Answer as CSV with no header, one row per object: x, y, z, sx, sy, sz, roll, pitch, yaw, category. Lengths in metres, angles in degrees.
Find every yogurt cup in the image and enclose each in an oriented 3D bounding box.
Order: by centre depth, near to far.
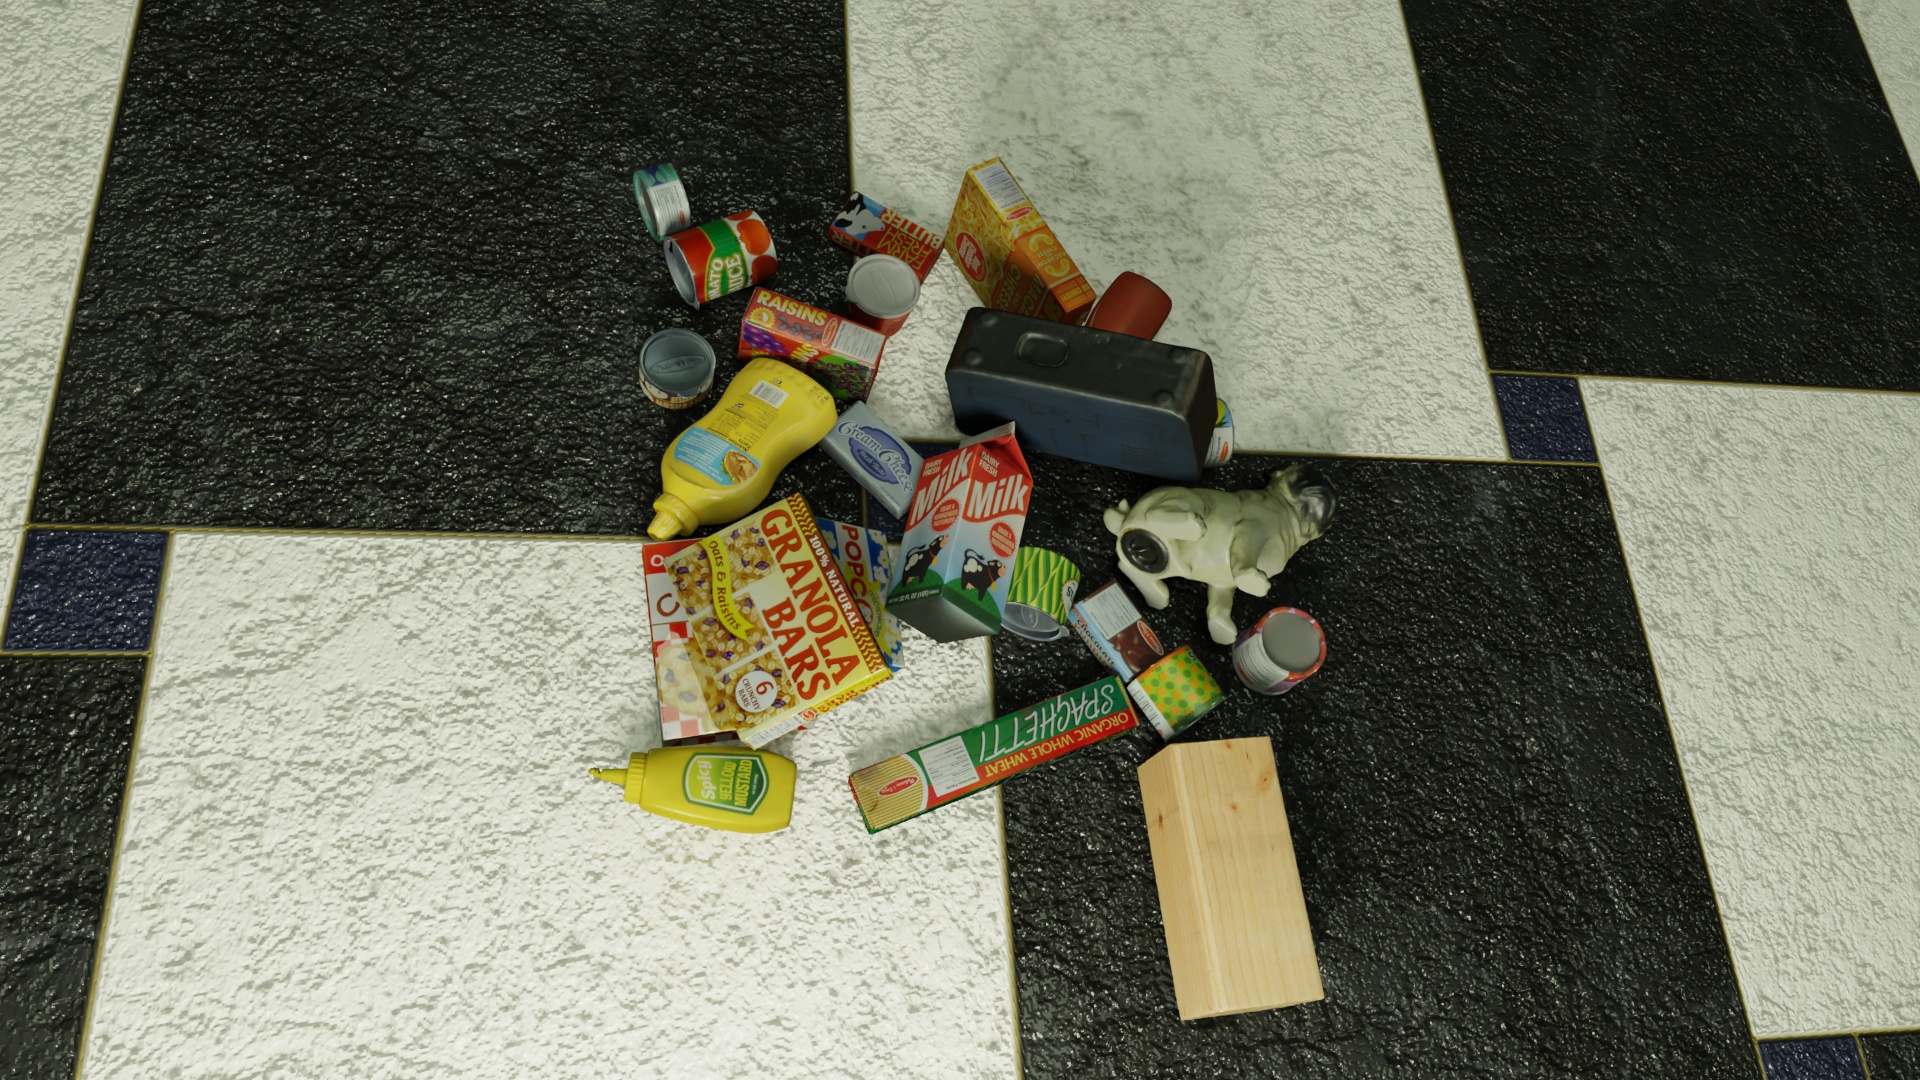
-0.075,-0.224,1.292,0.072,0.053,0.072,5,66,-11,yogurt cup

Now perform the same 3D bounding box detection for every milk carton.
0.004,-0.015,1.193,0.073,0.072,0.191,34,56,-34,milk carton

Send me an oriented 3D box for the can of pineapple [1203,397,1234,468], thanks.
0.215,-0.100,1.298,0.058,0.070,0.071,-5,68,-15,can of pineapple

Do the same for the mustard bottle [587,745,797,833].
-0.210,0.191,1.083,0.160,0.048,0.065,7,64,-10,mustard bottle

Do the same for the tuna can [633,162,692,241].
-0.276,-0.312,1.280,0.033,0.070,0.071,-21,73,-19,tuna can

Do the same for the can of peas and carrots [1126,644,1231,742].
0.187,0.129,1.190,0.071,0.070,0.059,-30,76,-22,can of peas and carrots

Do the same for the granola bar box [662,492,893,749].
-0.143,0.062,1.088,0.124,0.039,0.166,-27,68,-3,granola bar box

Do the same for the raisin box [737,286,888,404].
-0.133,-0.170,1.237,0.123,0.085,0.040,20,69,-4,raisin box

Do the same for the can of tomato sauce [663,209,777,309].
-0.218,-0.257,1.267,0.083,0.071,0.071,-25,75,-22,can of tomato sauce

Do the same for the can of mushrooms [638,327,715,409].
-0.251,-0.150,1.231,0.071,0.033,0.071,5,66,-11,can of mushrooms

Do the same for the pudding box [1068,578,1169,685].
0.137,0.082,1.220,0.050,0.030,0.084,-31,77,-24,pudding box

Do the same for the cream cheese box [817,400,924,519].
-0.074,-0.072,1.242,0.104,0.024,0.053,43,65,8,cream cheese box

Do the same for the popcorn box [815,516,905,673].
-0.096,0.049,1.156,0.085,0.038,0.127,14,59,-46,popcorn box

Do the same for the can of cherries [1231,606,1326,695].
0.284,0.096,1.231,0.071,0.058,0.072,5,66,-10,can of cherries

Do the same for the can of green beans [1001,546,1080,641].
0.065,0.046,1.199,0.071,0.071,0.058,22,64,-3,can of green beans

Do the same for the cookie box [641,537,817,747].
-0.191,0.079,1.142,0.123,0.040,0.168,-6,69,-15,cookie box

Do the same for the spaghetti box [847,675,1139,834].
0.030,0.176,1.155,0.251,0.028,0.050,-18,72,-19,spaghetti box

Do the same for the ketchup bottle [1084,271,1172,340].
0.143,-0.190,1.332,0.065,0.043,0.149,34,64,4,ketchup bottle

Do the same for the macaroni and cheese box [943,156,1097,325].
0.053,-0.253,1.295,0.040,0.123,0.166,-28,76,-21,macaroni and cheese box

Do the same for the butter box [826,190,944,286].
-0.071,-0.290,1.338,0.103,0.024,0.053,29,63,1,butter box
